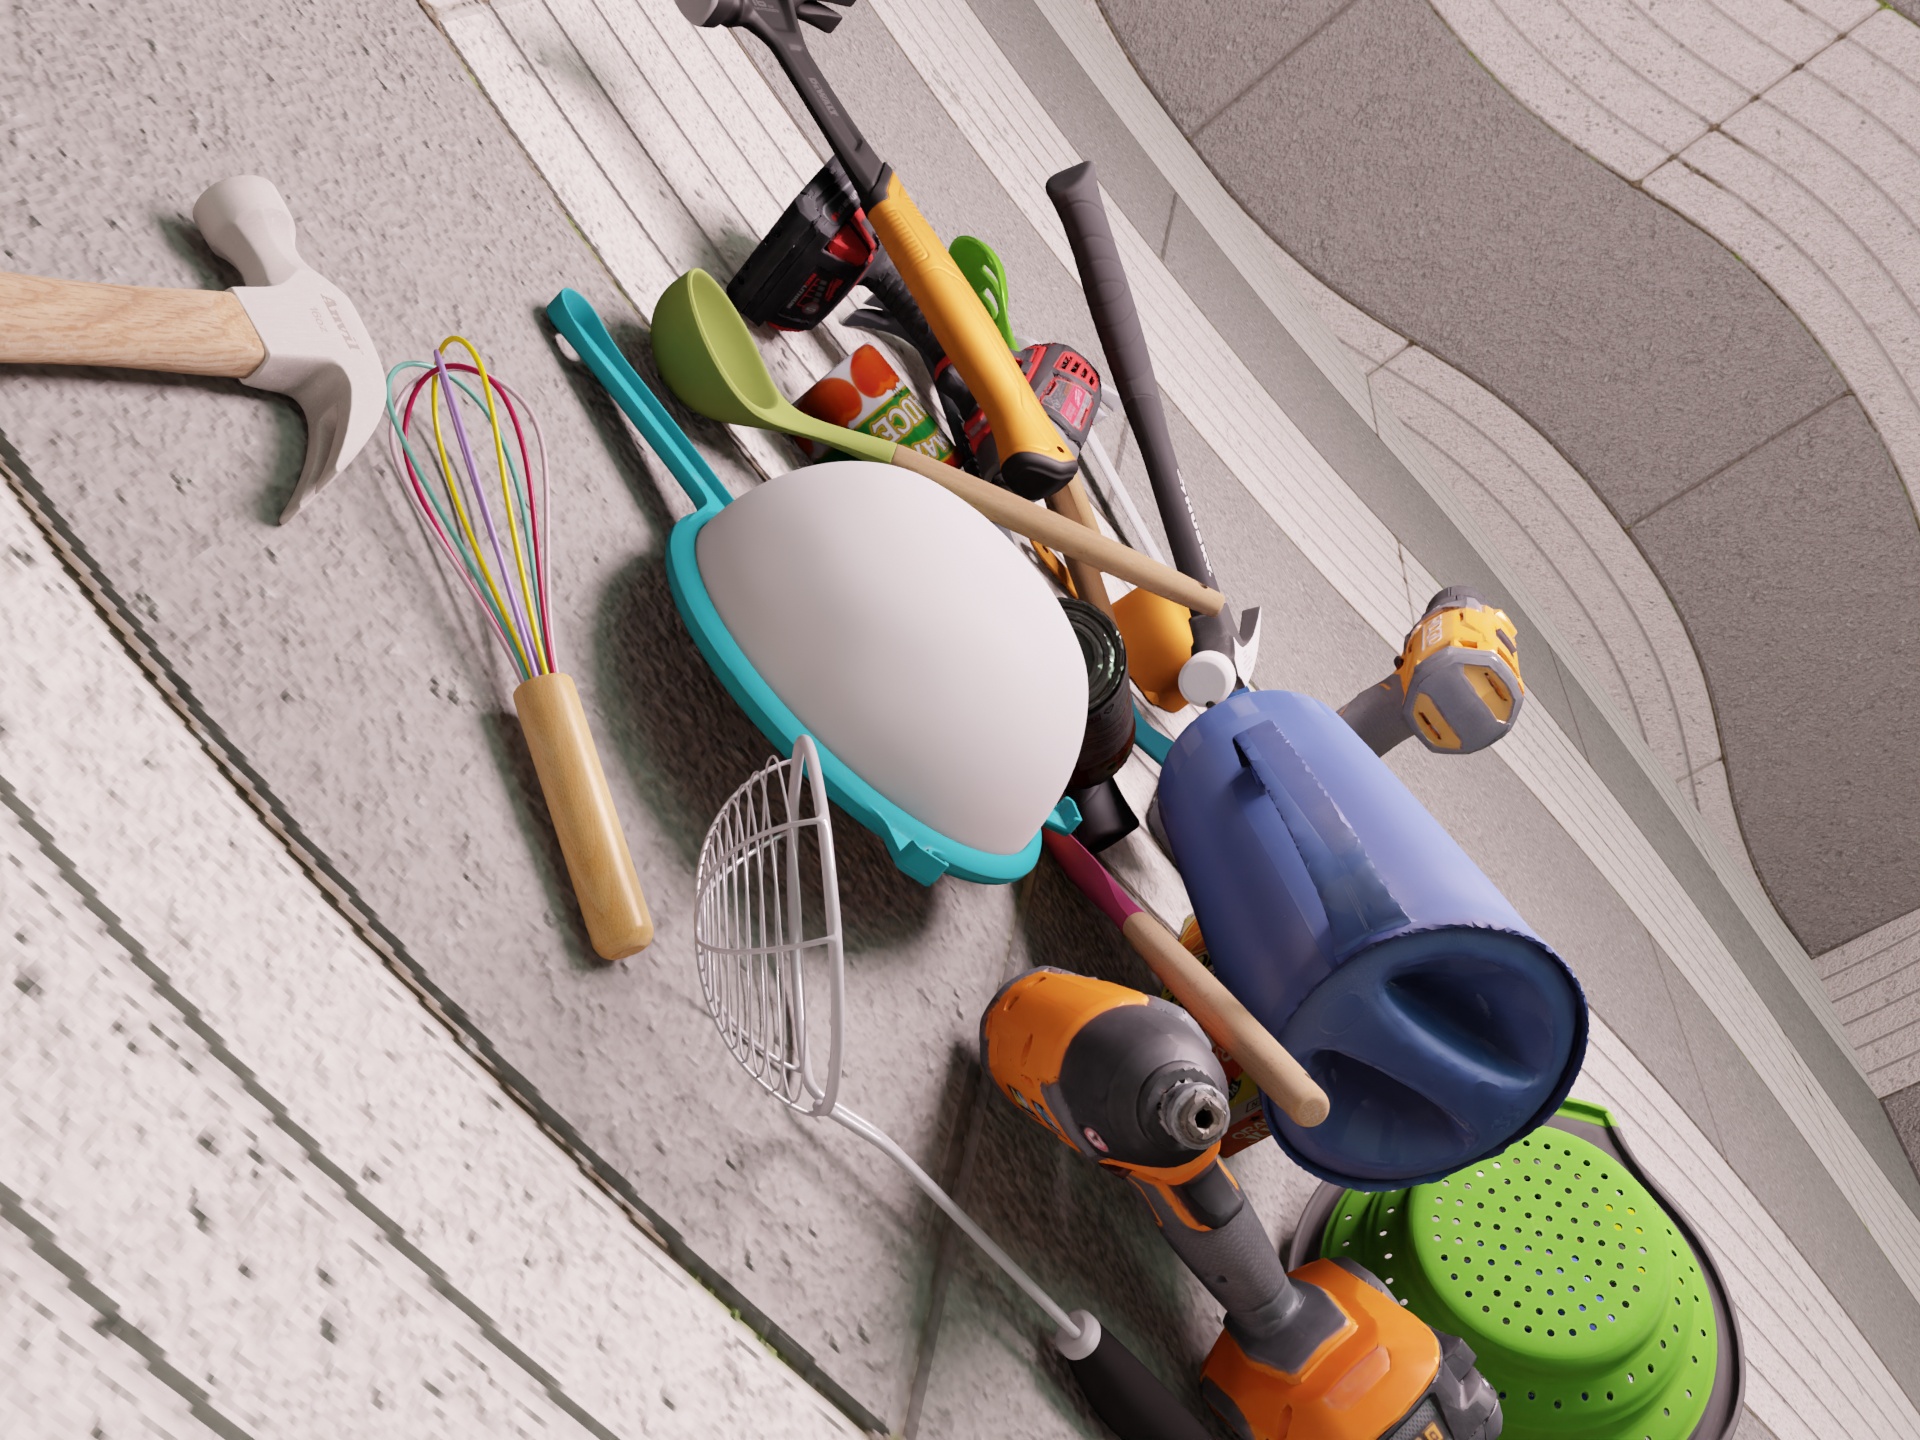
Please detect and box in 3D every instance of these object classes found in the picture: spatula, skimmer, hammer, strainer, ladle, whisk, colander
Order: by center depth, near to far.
[{"bbox_3d":[-0.291,-0.110,0.433,0.130,0.031,0.331,58,26,6],"label":"hammer"},{"bbox_3d":[-0.154,-0.033,0.561,0.051,0.047,0.245,16,49,-63],"label":"whisk"},{"bbox_3d":[0.028,0.166,0.579,0.363,0.090,0.127,50,-3,-16],"label":"skimmer"},{"bbox_3d":[0.235,0.312,0.665,0.094,0.204,0.397,81,19,-48],"label":"colander"},{"bbox_3d":[-0.054,-0.088,0.686,0.340,0.095,0.211,51,18,12],"label":"strainer"},{"bbox_3d":[-0.005,-0.131,0.795,0.320,0.062,0.078,23,25,-9],"label":"ladle"},{"bbox_3d":[-0.029,-0.268,0.864,0.127,0.034,0.337,-21,78,-49],"label":"hammer"},{"bbox_3d":[0.090,-0.074,0.947,0.082,0.044,0.318,19,44,-43],"label":"spatula"},{"bbox_3d":[0.027,-0.100,0.958,0.149,0.036,0.409,22,41,-47],"label":"hammer"},{"bbox_3d":[0.119,-0.180,0.987,0.146,0.035,0.334,-36,109,-66],"label":"hammer"},{"bbox_3d":[0.156,-0.109,1.188,0.144,0.035,0.406,6,54,-57],"label":"hammer"}]

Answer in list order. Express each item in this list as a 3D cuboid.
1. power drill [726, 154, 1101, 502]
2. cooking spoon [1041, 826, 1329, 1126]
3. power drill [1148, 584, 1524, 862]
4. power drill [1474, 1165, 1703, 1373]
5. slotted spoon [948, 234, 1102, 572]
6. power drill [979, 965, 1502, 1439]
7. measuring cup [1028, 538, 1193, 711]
[{"bbox_3d":[-0.017,-0.217,0.922,0.219,0.078,0.143,39,41,-14],"label":"power drill"},{"bbox_3d":[0.085,0.099,0.691,0.068,0.017,0.319,49,-1,-18],"label":"cooking spoon"},{"bbox_3d":[0.235,0.001,0.970,0.084,0.226,0.185,52,26,-7],"label":"power drill"},{"bbox_3d":[0.412,0.344,1.042,0.228,0.080,0.191,18,45,-56],"label":"power drill"},{"bbox_3d":[0.049,-0.225,1.109,0.031,0.070,0.314,-9,57,-16],"label":"slotted spoon"},{"bbox_3d":[0.105,0.198,0.608,0.226,0.084,0.164,54,-14,-7],"label":"power drill"},{"bbox_3d":[0.117,-0.080,1.066,0.173,0.052,0.095,42,29,-30],"label":"measuring cup"}]
